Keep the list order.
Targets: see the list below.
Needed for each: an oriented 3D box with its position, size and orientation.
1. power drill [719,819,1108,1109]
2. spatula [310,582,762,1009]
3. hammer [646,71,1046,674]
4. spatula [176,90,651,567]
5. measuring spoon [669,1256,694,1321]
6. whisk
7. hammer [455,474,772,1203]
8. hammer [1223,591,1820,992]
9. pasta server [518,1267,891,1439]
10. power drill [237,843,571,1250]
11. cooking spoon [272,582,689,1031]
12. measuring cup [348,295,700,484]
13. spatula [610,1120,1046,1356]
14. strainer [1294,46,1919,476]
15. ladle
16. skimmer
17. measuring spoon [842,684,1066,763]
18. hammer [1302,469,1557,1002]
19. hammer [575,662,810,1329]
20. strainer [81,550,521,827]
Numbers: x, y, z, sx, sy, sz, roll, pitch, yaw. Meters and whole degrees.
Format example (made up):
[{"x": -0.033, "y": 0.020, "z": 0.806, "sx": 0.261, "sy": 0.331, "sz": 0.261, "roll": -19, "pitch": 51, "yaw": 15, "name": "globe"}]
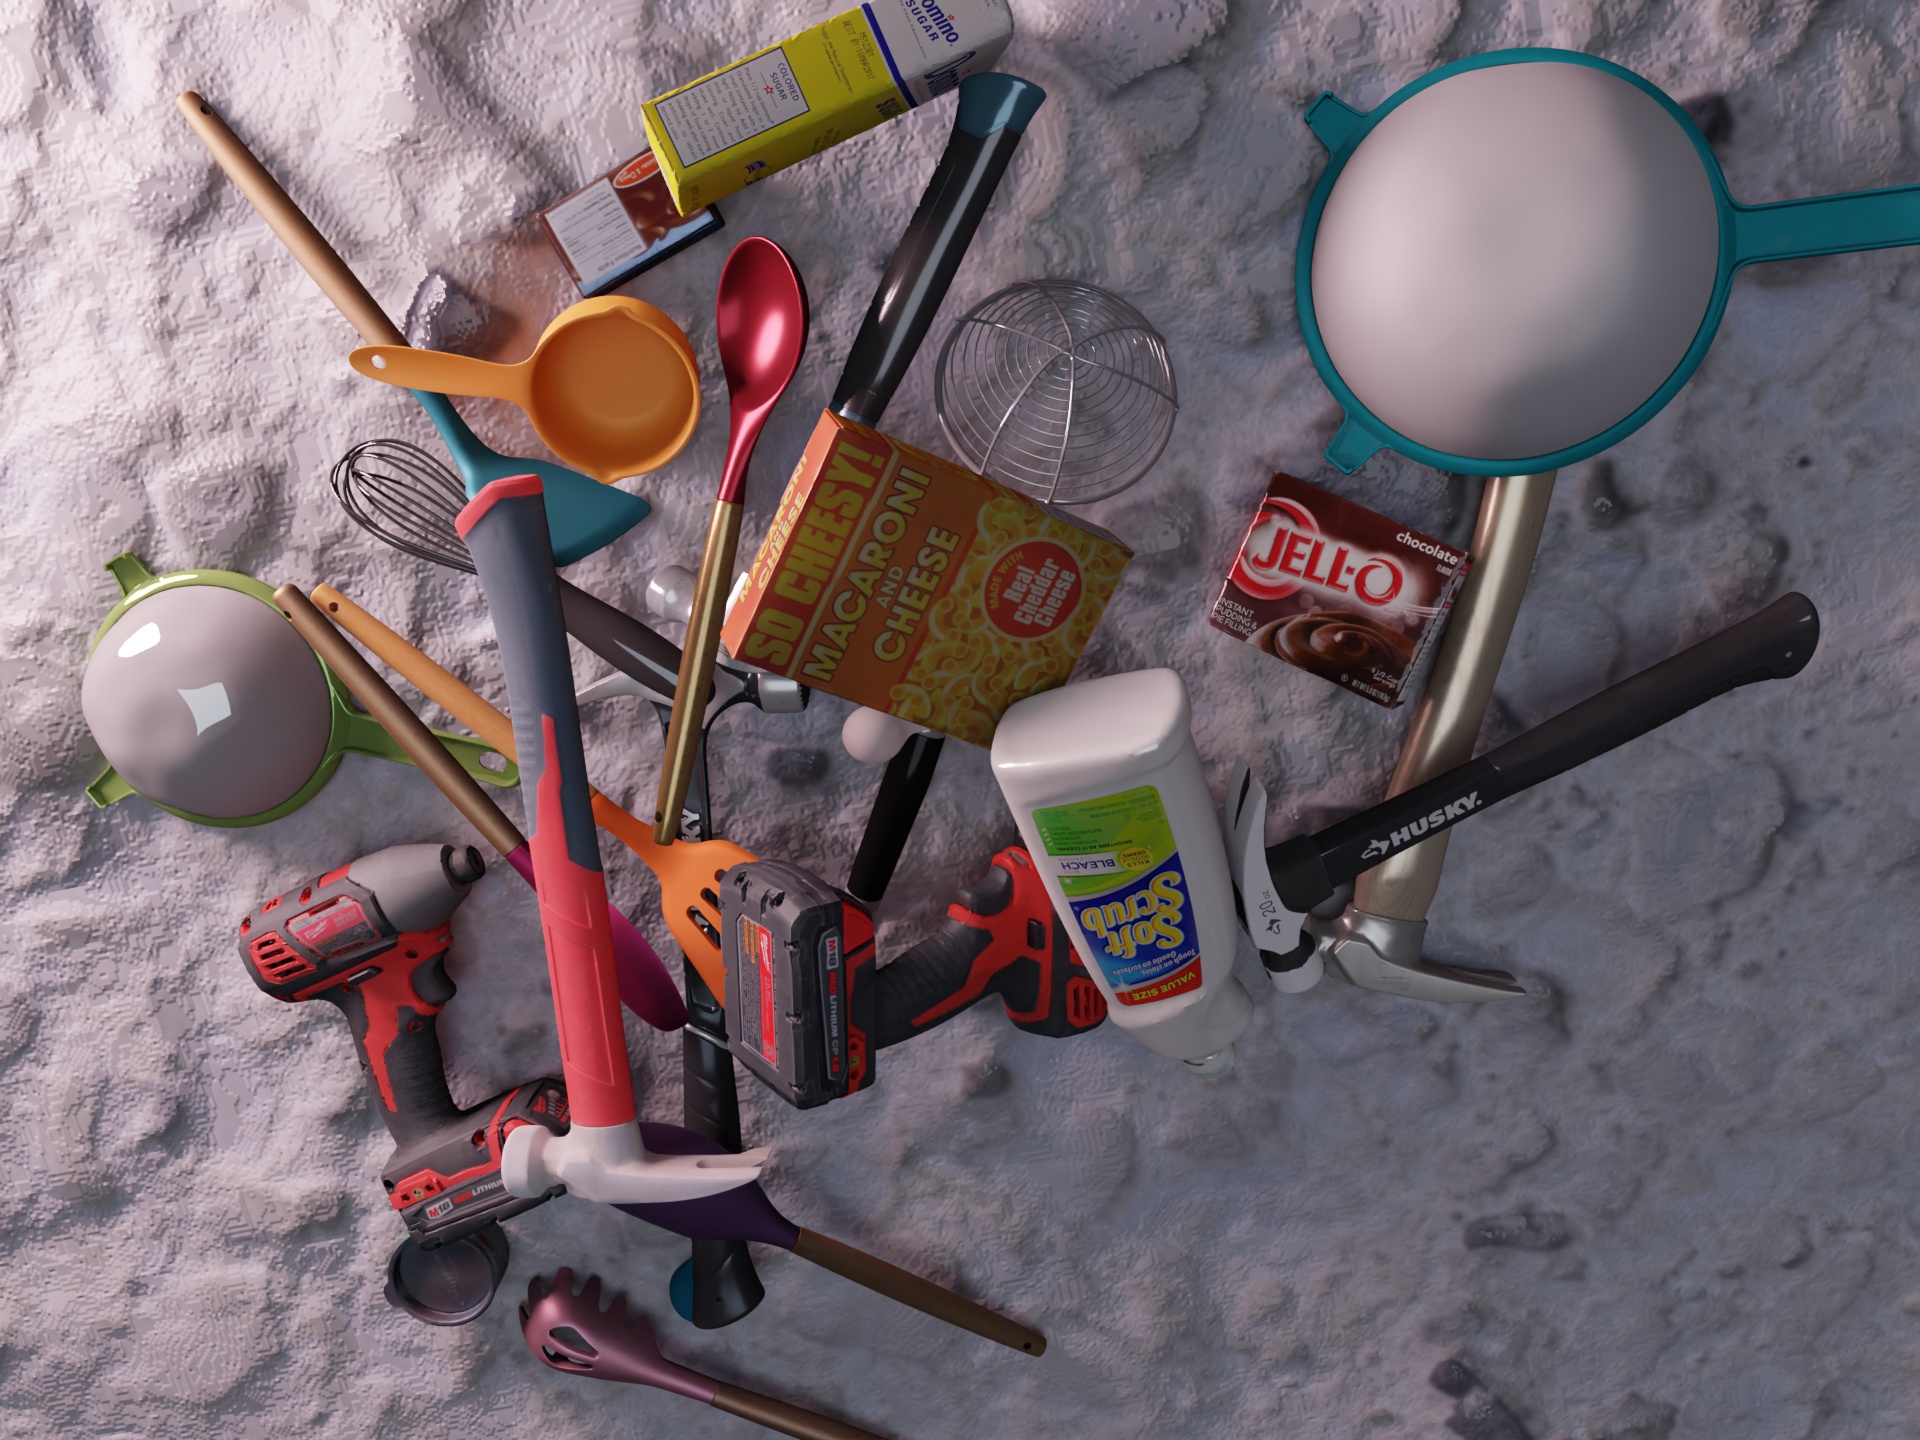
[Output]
[{"x": -0.009, "y": 0.095, "z": 0.844, "sx": 0.226, "sy": 0.080, "sz": 0.188, "roll": -10, "pitch": 107, "yaw": -34, "name": "power drill"}, {"x": -0.221, "y": 0.030, "z": 0.859, "sx": 0.322, "sy": 0.041, "sz": 0.081, "roll": 38, "pitch": 93, "yaw": -3, "name": "spatula"}, {"x": -0.049, "y": -0.171, "z": 0.812, "sx": 0.128, "sy": 0.033, "sz": 0.331, "roll": 35, "pitch": 106, "yaw": 26, "name": "hammer"}, {"x": -0.297, "y": -0.207, "z": 0.836, "sx": 0.317, "sy": 0.082, "sz": 0.044, "roll": 50, "pitch": 132, "yaw": -6, "name": "spatula"}, {"x": -0.154, "y": 0.316, "z": 0.972, "sx": 0.042, "sy": 0.021, "sz": 0.128, "roll": 9, "pitch": 105, "yaw": -1, "name": "measuring spoon"}, {"x": -0.233, "y": -0.077, "z": 0.855, "sx": 0.239, "sy": 0.055, "sz": 0.055, "roll": 33, "pitch": 102, "yaw": -1, "name": "whisk"}, {"x": -0.189, "y": 0.067, "z": 0.820, "sx": 0.143, "sy": 0.038, "sz": 0.386, "roll": -3, "pitch": 103, "yaw": 8, "name": "hammer"}, {"x": 0.292, "y": 0.019, "z": 0.832, "sx": 0.335, "sy": 0.035, "sz": 0.146, "roll": -27, "pitch": 125, "yaw": 1, "name": "hammer"}, {"x": -0.129, "y": 0.426, "z": 0.999, "sx": 0.316, "sy": 0.040, "sz": 0.060, "roll": 24, "pitch": 103, "yaw": -8, "name": "pasta server"}, {"x": -0.302, "y": 0.178, "z": 0.918, "sx": 0.143, "sy": 0.078, "sz": 0.219, "roll": -25, "pitch": 99, "yaw": 7, "name": "power drill"}, {"x": -0.259, "y": 0.051, "z": 0.863, "sx": 0.319, "sy": 0.017, "sz": 0.068, "roll": 50, "pitch": 140, "yaw": -6, "name": "cooking spoon"}, {"x": -0.221, "y": -0.181, "z": 0.823, "sx": 0.173, "sy": 0.052, "sz": 0.095, "roll": 6, "pitch": 119, "yaw": -9, "name": "measuring cup"}, {"x": -0.076, "y": 0.313, "z": 0.938, "sx": 0.315, "sy": 0.018, "sz": 0.060, "roll": 32, "pitch": 92, "yaw": -20, "name": "spatula"}, {"x": 0.327, "y": -0.227, "z": 0.748, "sx": 0.340, "sy": 0.095, "sz": 0.211, "roll": -3, "pitch": 97, "yaw": 18, "name": "strainer"}, {"x": -0.124, "y": -0.087, "z": 0.820, "sx": 0.069, "sy": 0.031, "sz": 0.315, "roll": 19, "pitch": 100, "yaw": 42, "name": "ladle"}, {"x": 0.007, "y": -0.060, "z": 0.874, "sx": 0.127, "sy": 0.090, "sz": 0.363, "roll": 21, "pitch": 114, "yaw": 0, "name": "skimmer"}, {"x": -0.001, "y": -0.003, "z": 0.840, "sx": 0.124, "sy": 0.018, "sz": 0.034, "roll": -16, "pitch": 122, "yaw": -4, "name": "measuring spoon"}, {"x": 0.289, "y": -0.041, "z": 0.868, "sx": 0.146, "sy": 0.038, "sz": 0.410, "roll": 12, "pitch": 103, "yaw": -3, "name": "hammer"}, {"x": -0.153, "y": 0.163, "z": 0.920, "sx": 0.149, "sy": 0.036, "sz": 0.409, "roll": -1, "pitch": 101, "yaw": 3, "name": "hammer"}, {"x": -0.371, "y": 0.007, "z": 0.878, "sx": 0.256, "sy": 0.069, "sz": 0.151, "roll": 13, "pitch": 104, "yaw": 0, "name": "strainer"}]
